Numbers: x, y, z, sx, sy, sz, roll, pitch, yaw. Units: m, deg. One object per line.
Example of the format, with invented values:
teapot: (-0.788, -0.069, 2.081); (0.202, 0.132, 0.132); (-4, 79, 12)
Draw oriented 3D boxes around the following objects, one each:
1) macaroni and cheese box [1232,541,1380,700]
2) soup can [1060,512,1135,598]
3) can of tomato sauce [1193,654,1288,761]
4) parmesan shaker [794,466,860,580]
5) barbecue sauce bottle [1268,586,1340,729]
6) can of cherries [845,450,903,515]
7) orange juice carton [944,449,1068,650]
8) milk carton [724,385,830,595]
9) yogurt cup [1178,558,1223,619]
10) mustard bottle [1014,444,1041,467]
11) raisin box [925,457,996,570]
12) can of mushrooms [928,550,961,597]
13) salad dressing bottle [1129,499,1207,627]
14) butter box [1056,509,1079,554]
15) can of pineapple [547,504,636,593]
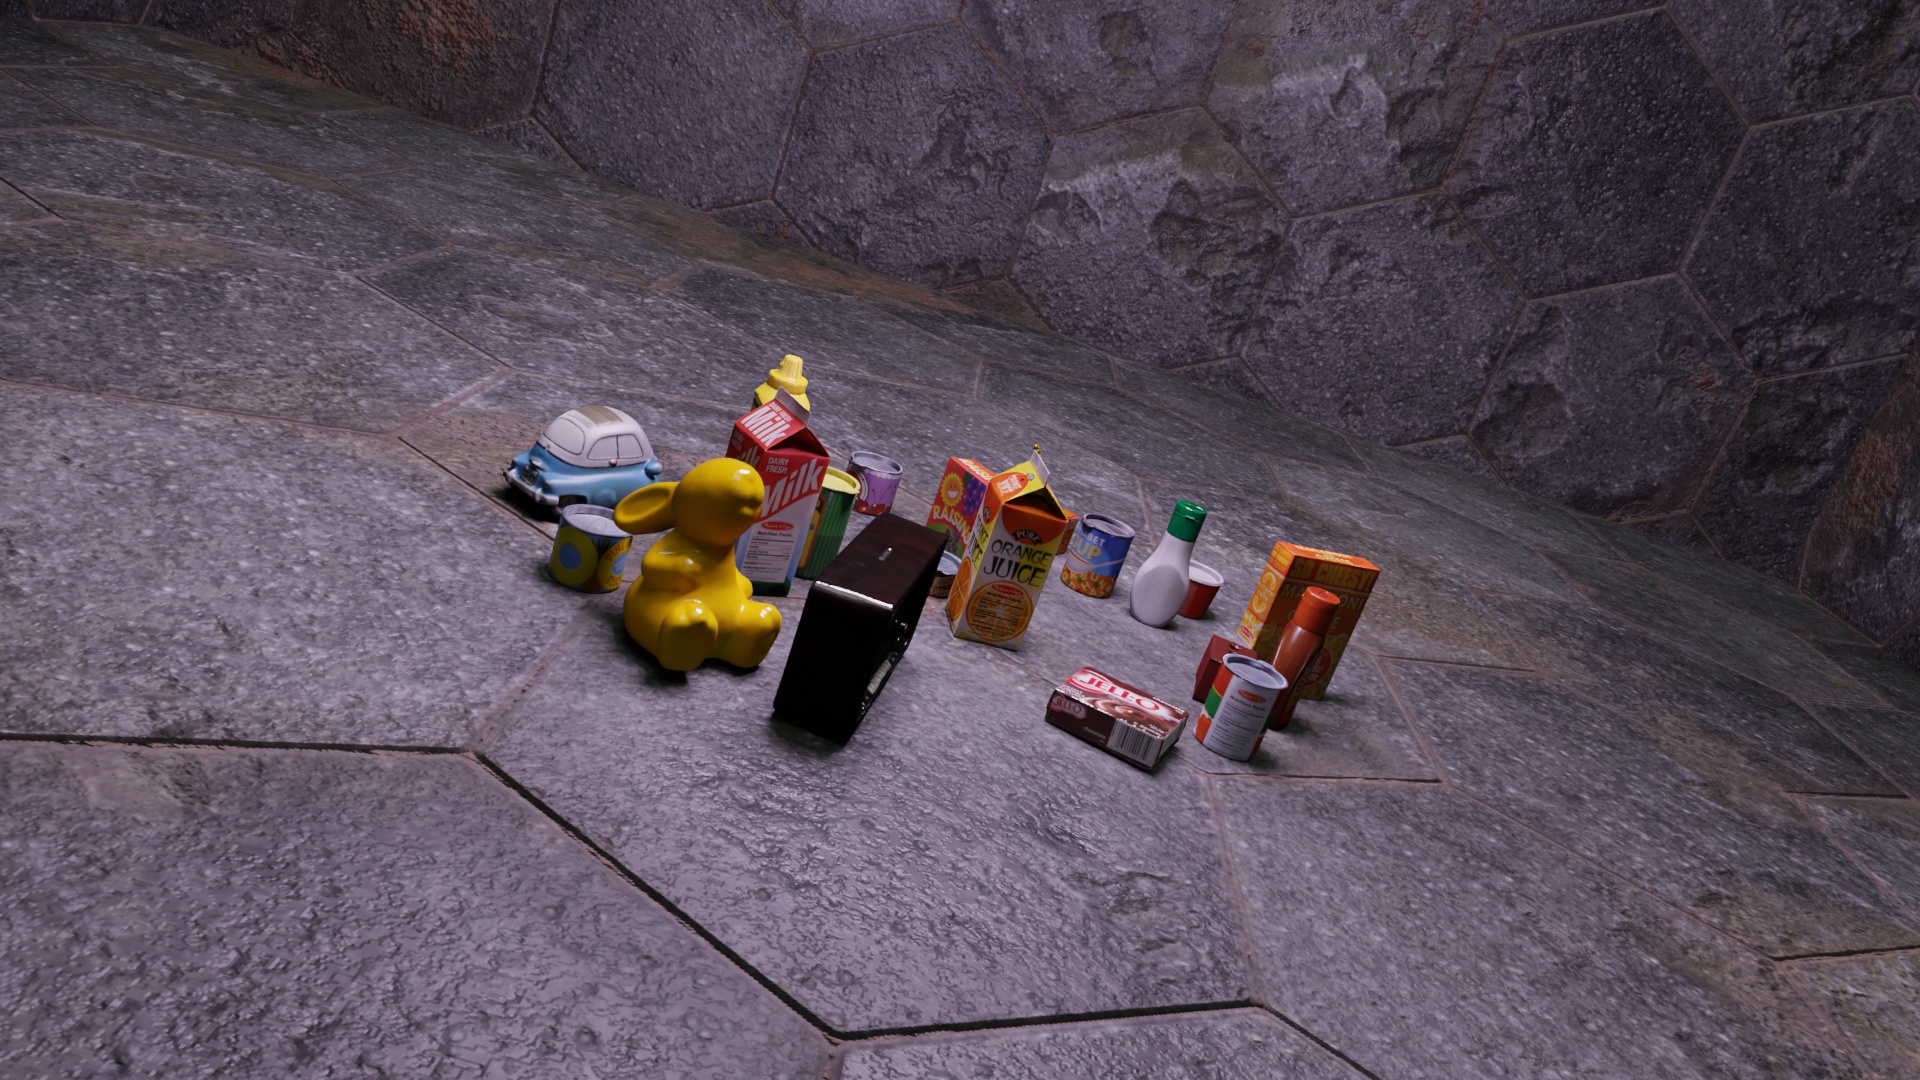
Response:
macaroni and cheese box: (0.372, 0.089, 1.526); (0.124, 0.165, 0.040); (10, 20, -26)
soup can: (0.160, 0.017, 1.649); (0.071, 0.083, 0.071); (17, 18, -6)
can of tomato sauce: (0.273, 0.162, 1.356); (0.071, 0.082, 0.071); (17, 18, -6)
parmesan shaker: (-0.147, -0.017, 1.416); (0.071, 0.102, 0.071); (17, 18, -6)
barbecue sauce bottle: (0.348, 0.121, 1.443); (0.044, 0.148, 0.065); (26, 19, 20)
can of cherries: (-0.110, -0.069, 1.664); (0.071, 0.058, 0.072); (17, 19, -6)
orange juice carton: (0.051, 0.007, 1.403); (0.073, 0.192, 0.072); (15, 19, -14)
milk carton: (-0.184, -0.047, 1.327); (0.073, 0.189, 0.072); (5, 23, -38)
yogurt cup: (0.280, 0.060, 1.693); (0.072, 0.053, 0.072); (17, 19, -6)
mustard bottle: (0.067, -0.034, 1.583); (0.049, 0.159, 0.065); (2, 25, -43)
raisin box: (0.005, -0.019, 1.539); (0.040, 0.123, 0.086); (4, 23, -38)
can of mushrooms: (-0.031, 0.033, 1.495); (0.071, 0.033, 0.071); (17, 19, -6)
salad dressing bottle: (0.242, 0.027, 1.605); (0.064, 0.147, 0.044); (20, 18, 3)
butter box: (0.107, -0.006, 1.711); (0.024, 0.053, 0.104); (28, 21, 25)
can of pineapple: (-0.327, 0.008, 1.239); (0.071, 0.057, 0.071); (17, 19, -6)
